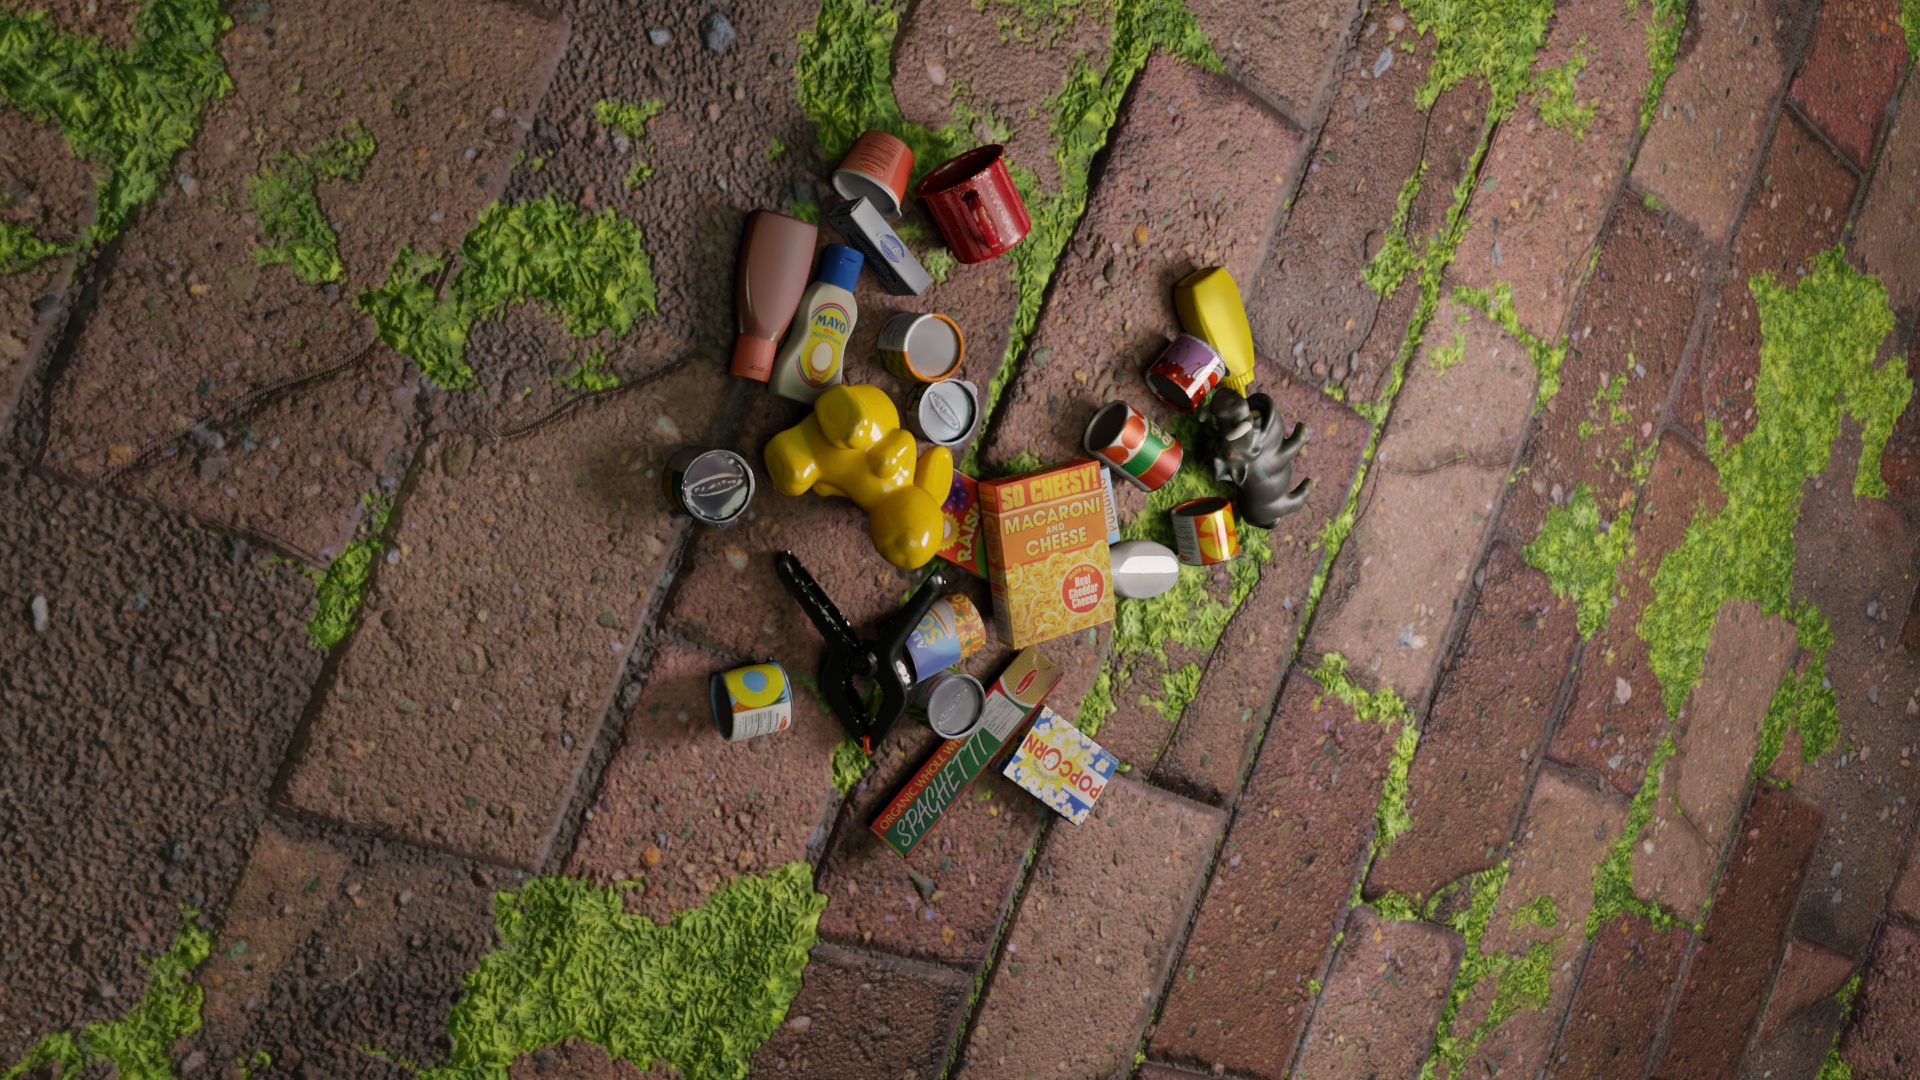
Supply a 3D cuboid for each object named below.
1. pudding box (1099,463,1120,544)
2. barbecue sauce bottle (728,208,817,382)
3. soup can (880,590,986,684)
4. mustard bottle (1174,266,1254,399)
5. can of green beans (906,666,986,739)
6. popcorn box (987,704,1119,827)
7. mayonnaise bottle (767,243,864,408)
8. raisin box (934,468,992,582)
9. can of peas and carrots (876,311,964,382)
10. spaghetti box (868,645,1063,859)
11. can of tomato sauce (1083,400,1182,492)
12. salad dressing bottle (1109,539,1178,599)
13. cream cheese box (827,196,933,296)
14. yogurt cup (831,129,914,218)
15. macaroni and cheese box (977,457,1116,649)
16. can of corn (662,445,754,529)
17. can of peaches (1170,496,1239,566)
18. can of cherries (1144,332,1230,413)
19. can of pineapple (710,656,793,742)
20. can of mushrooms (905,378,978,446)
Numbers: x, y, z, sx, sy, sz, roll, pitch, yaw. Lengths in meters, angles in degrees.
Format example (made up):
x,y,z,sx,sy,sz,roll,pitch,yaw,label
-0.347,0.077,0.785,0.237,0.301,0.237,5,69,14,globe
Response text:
x,y,z,sx,sy,sz,roll,pitch,yaw,label
0.135,-0.038,1.446,0.030,0.049,0.083,-18,107,-27,pudding box
-0.174,-0.218,1.247,0.065,0.043,0.148,12,93,-31,barbecue sauce bottle
-0.027,0.093,1.365,0.084,0.071,0.071,-26,110,-24,soup can
0.283,-0.214,1.501,0.065,0.049,0.159,-33,113,-21,mustard bottle
-0.017,0.159,1.387,0.071,0.058,0.071,-5,100,-29,can of green beans
0.099,0.236,1.476,0.126,0.038,0.085,39,79,-28,popcorn box
-0.127,-0.197,1.278,0.065,0.041,0.148,17,90,-32,mayonnaise bottle
0.005,-0.017,1.383,0.123,0.040,0.086,26,86,-31,raisin box
-0.036,-0.183,1.321,0.071,0.059,0.070,-5,101,-28,can of peas and carrots
0.007,0.214,1.413,0.050,0.028,0.251,39,75,13,spaghetti box
0.181,-0.100,1.452,0.083,0.071,0.071,32,82,-29,can of tomato sauce
0.160,0.031,1.475,0.148,0.044,0.064,0,100,-28,salad dressing bottle
-0.075,-0.271,1.289,0.024,0.053,0.103,-50,117,-15,cream cheese box
-0.077,-0.338,1.272,0.072,0.072,0.054,33,74,-29,yogurt cup
0.087,0.011,1.386,0.124,0.040,0.166,-15,105,-26,macaroni and cheese box
-0.225,-0.048,1.237,0.071,0.058,0.071,-5,101,-29,can of corn
0.268,-0.011,1.516,0.071,0.071,0.058,-22,108,-25,can of peaches
0.240,-0.175,1.470,0.058,0.071,0.071,-48,117,-14,can of cherries
-0.194,0.147,1.283,0.058,0.071,0.071,-10,103,-28,can of pineapple
-0.017,-0.128,1.356,0.071,0.033,0.071,-5,100,-28,can of mushrooms
